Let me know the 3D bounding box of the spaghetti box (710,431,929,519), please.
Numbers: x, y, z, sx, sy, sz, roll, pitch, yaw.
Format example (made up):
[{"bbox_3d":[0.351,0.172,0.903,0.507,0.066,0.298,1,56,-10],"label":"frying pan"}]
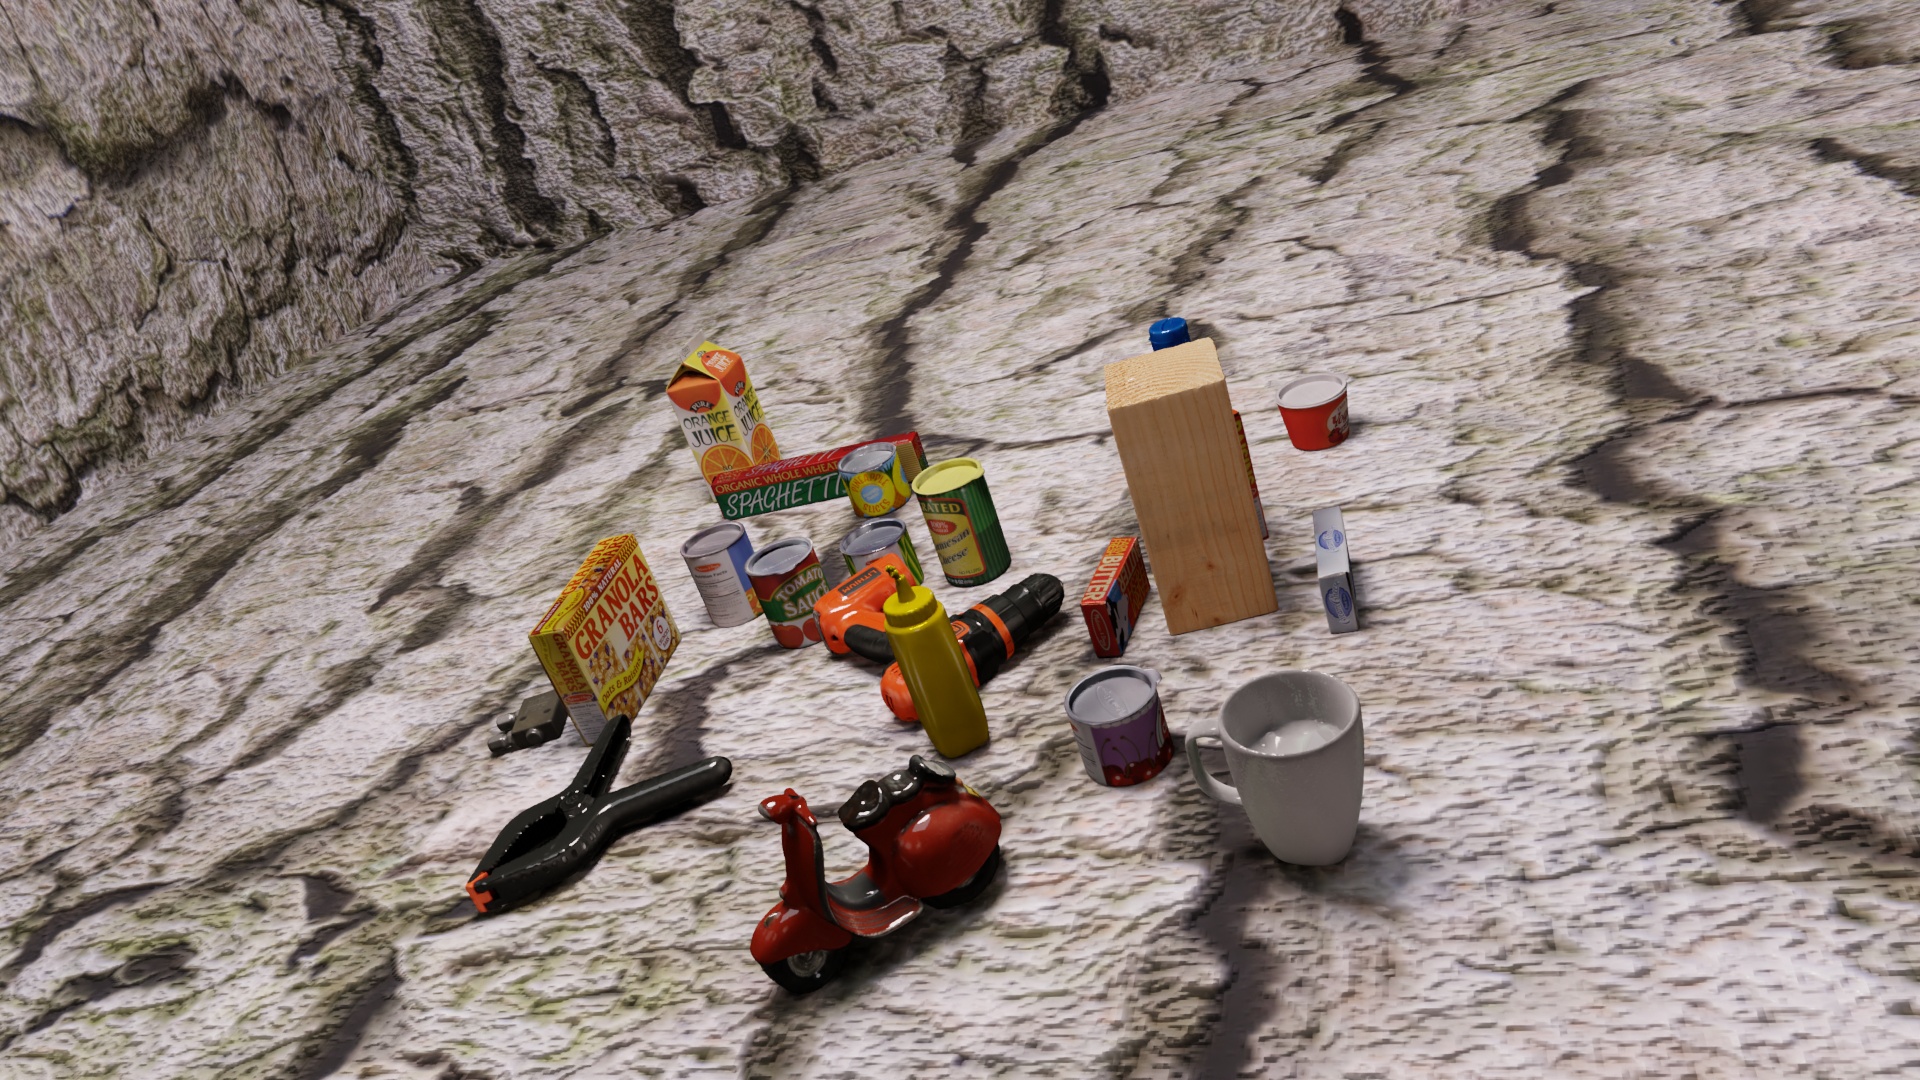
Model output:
[{"bbox_3d":[-0.160,-0.071,1.555,0.250,0.050,0.029,-11,27,16],"label":"spaghetti box"}]

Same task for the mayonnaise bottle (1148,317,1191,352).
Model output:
[{"bbox_3d":[0.214,-0.139,1.326,0.041,0.147,0.065,-7,28,23],"label":"mayonnaise bottle"}]

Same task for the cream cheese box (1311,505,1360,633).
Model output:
[{"bbox_3d":[0.290,0.022,1.074,0.024,0.053,0.104,-11,27,17],"label":"cream cheese box"}]

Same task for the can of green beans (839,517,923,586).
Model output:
[{"bbox_3d":[-0.074,0.020,1.315,0.071,0.057,0.071,-15,26,8],"label":"can of green beans"}]

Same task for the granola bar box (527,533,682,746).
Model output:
[{"bbox_3d":[-0.322,0.088,1.273,0.039,0.123,0.166,-11,27,17],"label":"granola bar box"}]

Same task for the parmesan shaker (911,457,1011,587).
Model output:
[{"bbox_3d":[0.005,-0.016,1.280,0.071,0.102,0.071,-15,26,8],"label":"parmesan shaker"}]

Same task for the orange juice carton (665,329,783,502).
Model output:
[{"bbox_3d":[-0.279,-0.147,1.620,0.073,0.192,0.072,-9,28,20],"label":"orange juice carton"}]

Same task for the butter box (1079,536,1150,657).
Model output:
[{"bbox_3d":[0.128,0.045,1.138,0.024,0.053,0.104,-5,29,26],"label":"butter box"}]

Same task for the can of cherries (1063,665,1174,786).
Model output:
[{"bbox_3d":[0.115,0.130,0.978,0.071,0.058,0.072,-15,26,8],"label":"can of cherries"}]

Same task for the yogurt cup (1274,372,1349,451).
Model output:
[{"bbox_3d":[0.336,-0.121,1.316,0.072,0.053,0.073,-15,26,8],"label":"yogurt cup"}]

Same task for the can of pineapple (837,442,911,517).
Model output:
[{"bbox_3d":[-0.092,-0.064,1.488,0.071,0.057,0.071,-15,26,8],"label":"can of pineapple"}]

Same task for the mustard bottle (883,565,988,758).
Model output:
[{"bbox_3d":[-0.023,0.085,1.040,0.049,0.159,0.065,-24,26,-10],"label":"mustard bottle"}]

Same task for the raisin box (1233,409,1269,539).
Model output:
[{"bbox_3d":[0.217,-0.060,1.201,0.040,0.123,0.086,-26,27,-13],"label":"raisin box"}]

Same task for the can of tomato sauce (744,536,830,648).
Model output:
[{"bbox_3d":[-0.153,0.049,1.283,0.071,0.082,0.071,-15,26,8],"label":"can of tomato sauce"}]

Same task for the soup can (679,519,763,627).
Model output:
[{"bbox_3d":[-0.228,0.032,1.365,0.071,0.083,0.072,-15,26,8],"label":"soup can"}]
